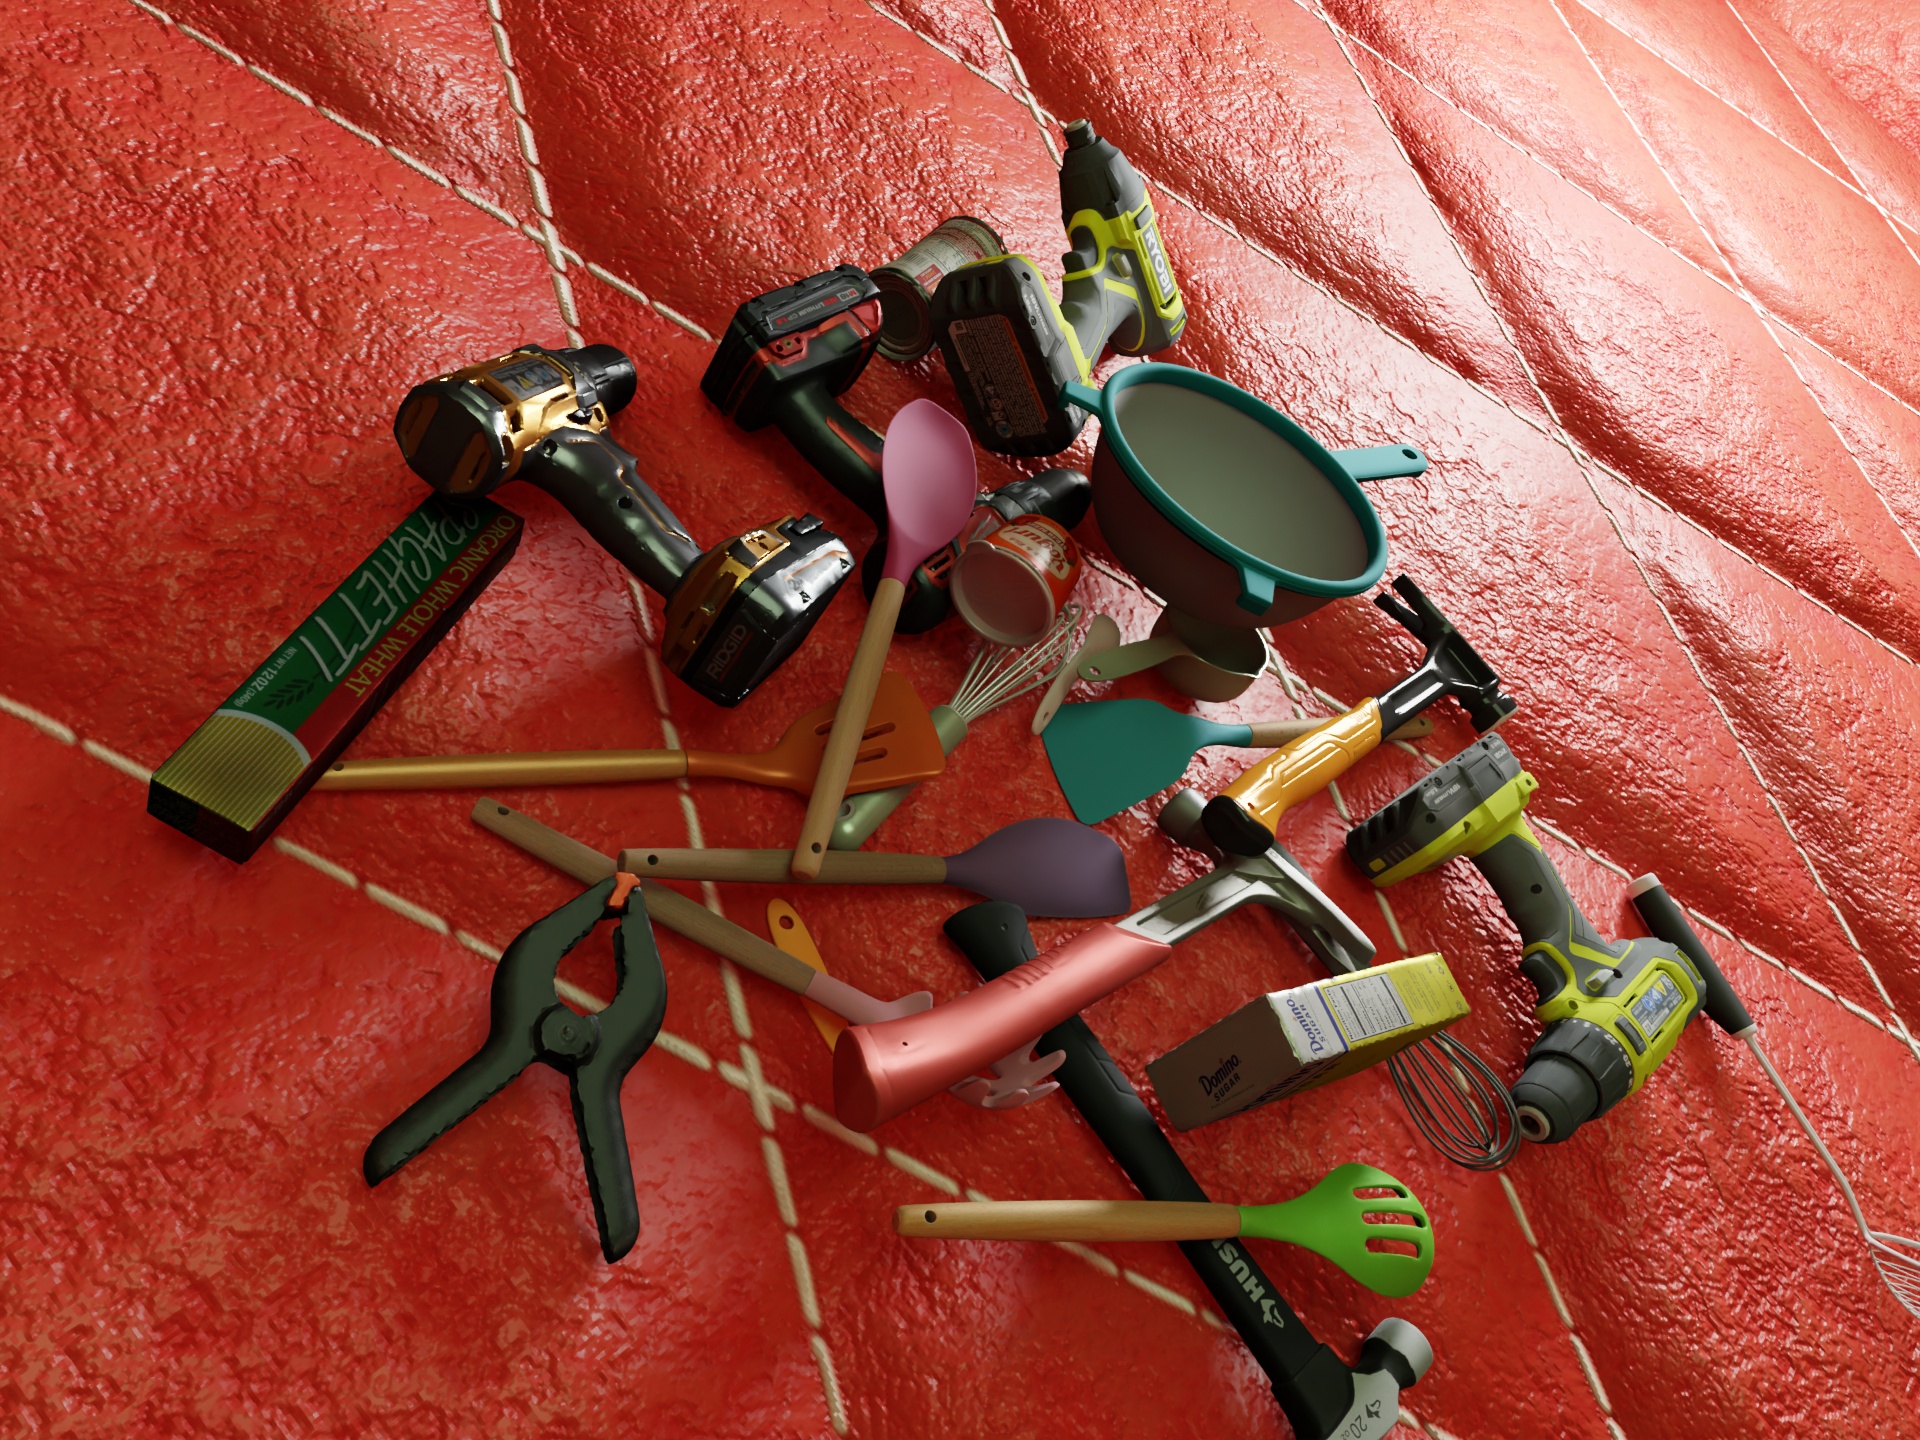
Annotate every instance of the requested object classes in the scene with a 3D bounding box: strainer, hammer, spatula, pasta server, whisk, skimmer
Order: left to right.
[{"bbox_3d":[-0.165,0.016,0.821,0.322,0.041,0.081,-2,47,-28],"label":"spatula"},{"bbox_3d":[-0.096,0.112,0.787,0.316,0.040,0.060,28,34,-4],"label":"pasta server"},{"bbox_3d":[-0.033,0.077,0.850,0.315,0.018,0.060,4,67,-34],"label":"spatula"},{"bbox_3d":[-0.001,-0.003,0.924,0.246,0.058,0.059,-46,120,-37],"label":"whisk"},{"bbox_3d":[0.075,0.133,0.820,0.149,0.036,0.359,43,37,23],"label":"hammer"},{"bbox_3d":[0.097,0.235,0.823,0.146,0.035,0.335,-26,74,-39],"label":"hammer"},{"bbox_3d":[0.196,0.013,1.036,0.317,0.044,0.082,-2,59,-35],"label":"spatula"},{"bbox_3d":[0.204,-0.139,1.067,0.340,0.095,0.211,-14,58,-46],"label":"strainer"},{"bbox_3d":[0.250,0.001,1.027,0.337,0.034,0.127,-27,75,-45],"label":"hammer"},{"bbox_3d":[0.246,0.162,0.948,0.055,0.055,0.239,-22,68,-38],"label":"whisk"},{"bbox_3d":[0.580,0.246,1.046,0.127,0.090,0.364,18,41,-60],"label":"skimmer"}]

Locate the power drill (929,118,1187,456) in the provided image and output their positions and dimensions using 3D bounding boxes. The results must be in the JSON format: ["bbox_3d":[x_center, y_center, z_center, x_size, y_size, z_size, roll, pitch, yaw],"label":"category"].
[{"bbox_3d":[0.073,-0.299,1.102,0.223,0.080,0.171,-54,130,-39],"label":"power drill"}]

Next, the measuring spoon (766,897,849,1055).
[{"bbox_3d":[-0.070,0.140,0.809,0.021,0.011,0.117,-15,67,-35],"label":"measuring spoon"}]

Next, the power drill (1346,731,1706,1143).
[{"bbox_3d":[0.352,0.138,1.003,0.190,0.080,0.228,-27,77,-39],"label":"power drill"}]

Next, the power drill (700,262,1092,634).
[{"bbox_3d":[-0.032,-0.174,1.002,0.188,0.080,0.227,-34,82,-39],"label":"power drill"}]

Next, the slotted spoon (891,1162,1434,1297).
[{"bbox_3d":[0.113,0.248,0.782,0.313,0.031,0.070,8,53,-24],"label":"slotted spoon"}]

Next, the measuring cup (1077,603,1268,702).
[{"bbox_3d":[0.126,-0.035,1.008,0.167,0.038,0.083,-17,58,-40],"label":"measuring cup"}]

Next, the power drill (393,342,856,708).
[{"bbox_3d":[-0.171,-0.124,0.878,0.226,0.084,0.185,38,28,-1],"label":"power drill"}]

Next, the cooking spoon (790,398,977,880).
[{"bbox_3d":[-0.044,-0.054,0.876,0.068,0.017,0.319,32,54,-26],"label":"cooking spoon"}]

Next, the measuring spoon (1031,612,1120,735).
[{"bbox_3d":[0.073,-0.025,0.977,0.018,0.034,0.124,15,39,20],"label":"measuring spoon"}]
